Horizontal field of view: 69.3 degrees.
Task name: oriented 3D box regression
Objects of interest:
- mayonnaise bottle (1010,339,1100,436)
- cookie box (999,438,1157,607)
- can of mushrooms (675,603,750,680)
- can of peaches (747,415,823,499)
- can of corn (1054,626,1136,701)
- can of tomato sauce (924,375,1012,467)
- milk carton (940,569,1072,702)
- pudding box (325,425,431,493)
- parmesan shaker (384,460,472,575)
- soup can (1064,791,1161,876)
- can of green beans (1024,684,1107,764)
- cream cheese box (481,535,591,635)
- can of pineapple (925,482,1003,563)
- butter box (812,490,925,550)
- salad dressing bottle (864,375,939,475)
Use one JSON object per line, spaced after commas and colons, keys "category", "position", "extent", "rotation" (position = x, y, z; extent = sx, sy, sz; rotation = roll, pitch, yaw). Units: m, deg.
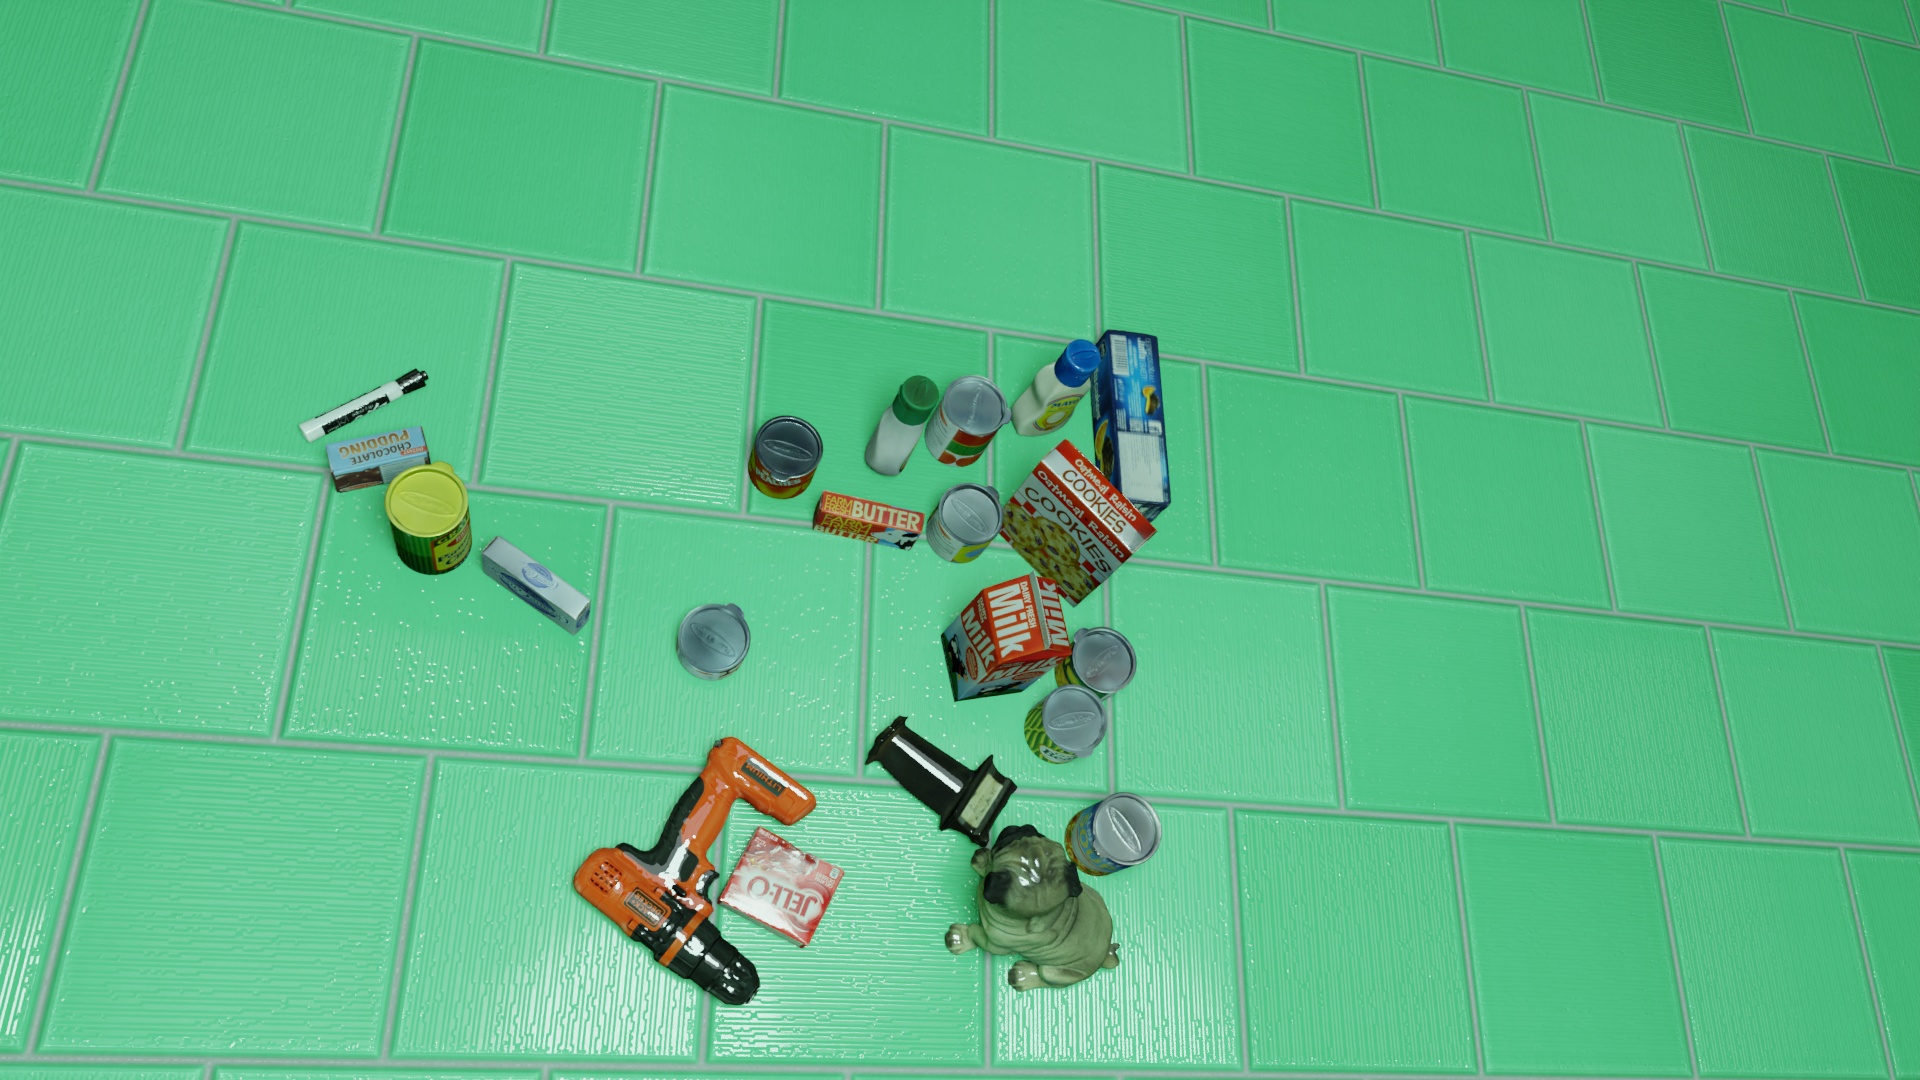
{"category": "mayonnaise bottle", "position": [0.100, -0.155, 1.416], "extent": [0.065, 0.147, 0.041], "rotation": [-13, 74, -21]}
{"category": "cookie box", "position": [0.107, -0.014, 1.351], "extent": [0.123, 0.166, 0.040], "rotation": [45, 64, 4]}
{"category": "can of mushrooms", "position": [-0.227, 0.093, 1.283], "extent": [0.071, 0.033, 0.071], "rotation": [6, 68, -14]}
{"category": "can of peaches", "position": [-0.172, -0.078, 1.355], "extent": [0.071, 0.057, 0.071], "rotation": [6, 68, -14]}
{"category": "can of corn", "position": [0.130, 0.123, 1.364], "extent": [0.071, 0.058, 0.071], "rotation": [6, 68, -14]}
{"category": "can of tomato sauce", "position": [0.007, -0.120, 1.410], "extent": [0.071, 0.082, 0.071], "rotation": [6, 68, -14]}
{"category": "milk carton", "position": [0.045, 0.089, 1.279], "extent": [0.073, 0.189, 0.072], "rotation": [-6, 71, -19]}
{"category": "pudding box", "position": [-0.524, -0.073, 1.252], "extent": [0.084, 0.049, 0.030], "rotation": [-15, 74, -21]}
{"category": "parmesan shaker", "position": [-0.463, -0.018, 1.219], "extent": [0.071, 0.102, 0.071], "rotation": [6, 68, -14]}
{"category": "soup can", "position": [0.138, 0.276, 1.291], "extent": [0.071, 0.083, 0.071], "rotation": [6, 68, -14]}
{"category": "can of green beans", "position": [0.100, 0.177, 1.334], "extent": [0.071, 0.057, 0.071], "rotation": [6, 68, -14]}
{"category": "cream cheese box", "position": [-0.380, 0.041, 1.247], "extent": [0.104, 0.053, 0.024], "rotation": [35, 64, -1]}
{"category": "can of pineapple", "position": [0.005, -0.017, 1.383], "extent": [0.071, 0.057, 0.071], "rotation": [6, 68, -14]}
{"category": "butter box", "position": [-0.091, -0.019, 1.358], "extent": [0.103, 0.053, 0.024], "rotation": [13, 66, -11]}
{"category": "salad dressing bottle", "position": [-0.057, -0.112, 1.353], "extent": [0.044, 0.147, 0.064], "rotation": [21, 65, -8]}
